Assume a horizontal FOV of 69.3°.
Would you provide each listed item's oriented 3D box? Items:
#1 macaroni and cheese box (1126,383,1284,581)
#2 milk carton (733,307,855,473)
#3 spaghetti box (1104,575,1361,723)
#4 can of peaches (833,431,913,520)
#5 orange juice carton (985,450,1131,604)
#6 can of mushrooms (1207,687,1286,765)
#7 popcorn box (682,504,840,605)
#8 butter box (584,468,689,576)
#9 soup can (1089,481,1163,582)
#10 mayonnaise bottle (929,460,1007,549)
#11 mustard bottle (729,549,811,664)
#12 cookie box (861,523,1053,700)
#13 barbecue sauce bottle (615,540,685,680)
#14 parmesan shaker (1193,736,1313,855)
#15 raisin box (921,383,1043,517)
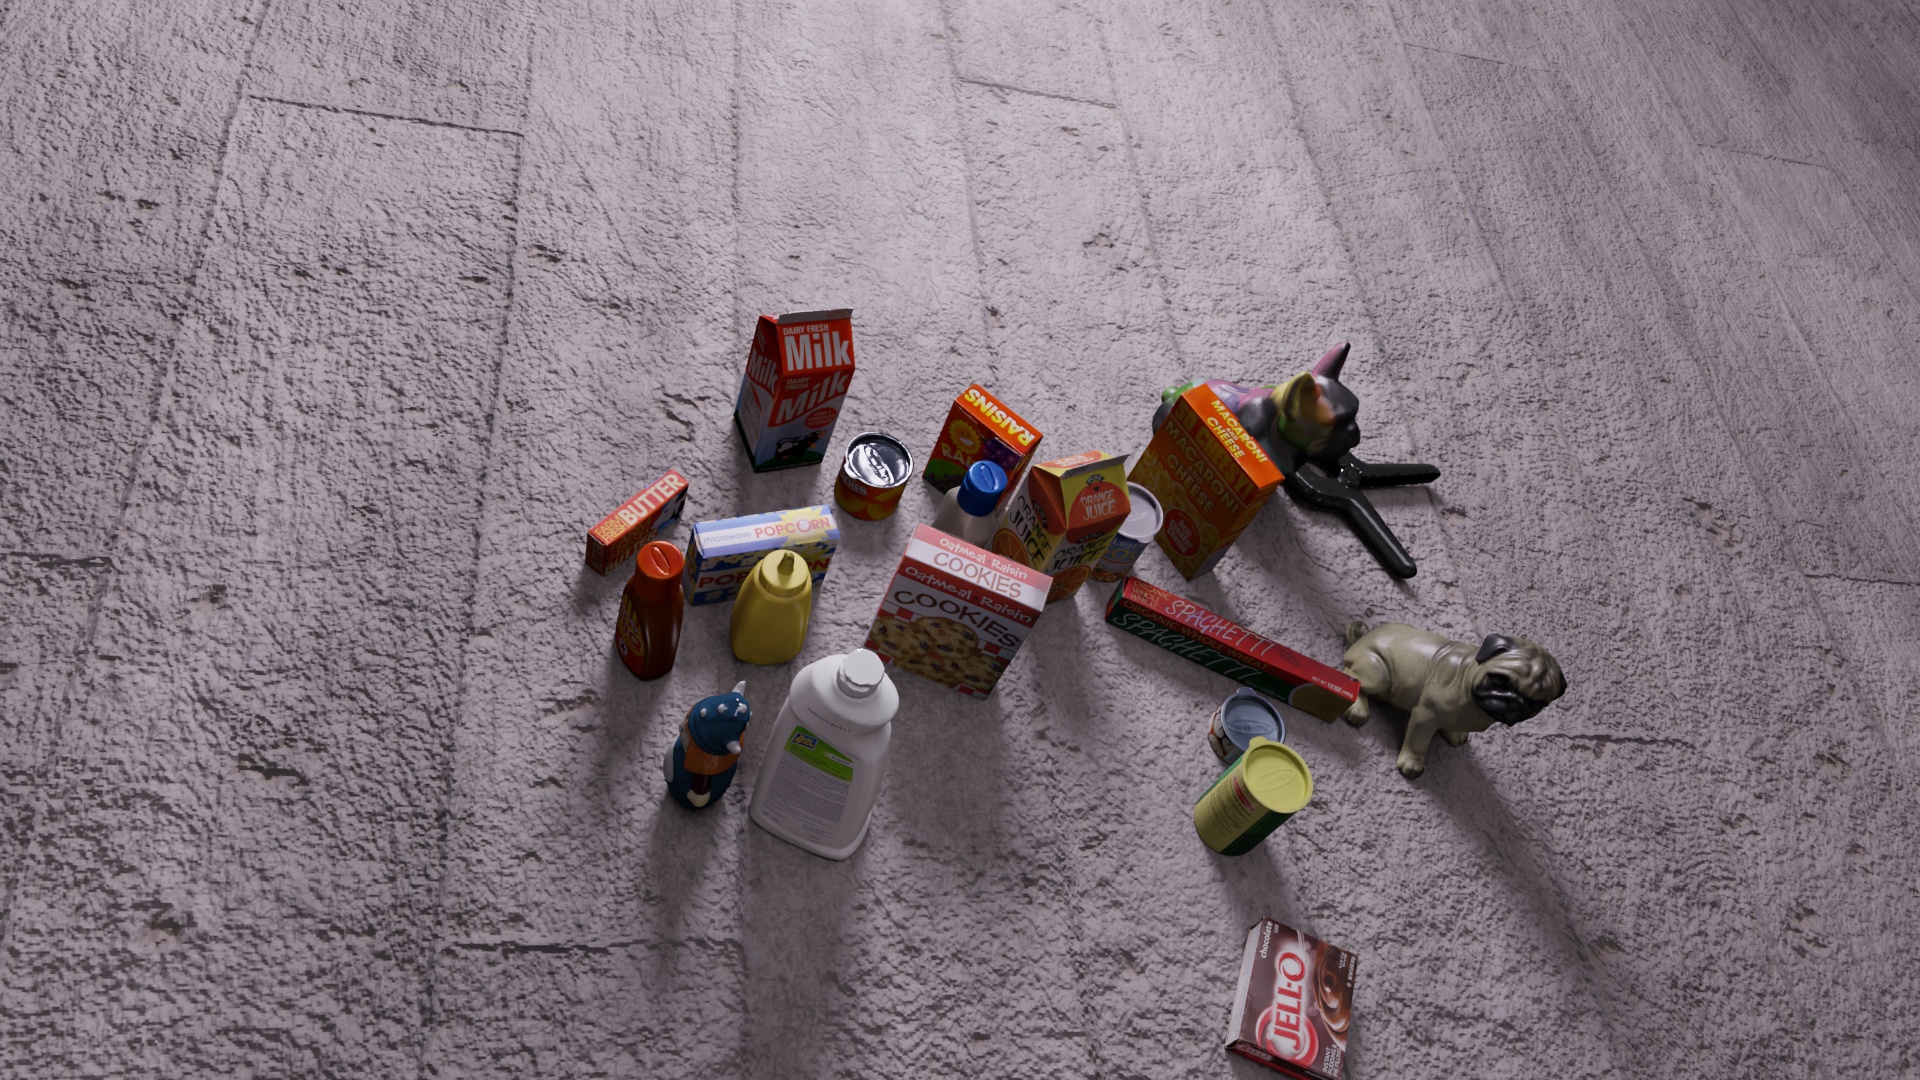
[{"bbox_3d":[0.233,-0.056,1.365,0.040,0.165,0.124,-23,67,-30],"label":"macaroni and cheese box"},{"bbox_3d":[-0.151,-0.149,1.281,0.072,0.189,0.074,-10,61,-25],"label":"milk carton"},{"bbox_3d":[0.260,0.105,1.337,0.250,0.050,0.029,24,53,-2],"label":"spaghetti box"},{"bbox_3d":[-0.085,-0.060,1.326,0.071,0.057,0.071,9,55,-13],"label":"can of peaches"},{"bbox_3d":[0.093,-0.017,1.274,0.072,0.191,0.073,-15,63,-27],"label":"orange juice carton"},{"bbox_3d":[0.267,0.176,1.301,0.071,0.033,0.071,9,54,-13],"label":"can of mushrooms"},{"bbox_3d":[-0.177,0.013,1.227,0.127,0.084,0.038,-9,61,-24],"label":"popcorn box"},{"bbox_3d":[-0.286,-0.016,1.229,0.024,0.052,0.104,40,54,9],"label":"butter box"},{"bbox_3d":[0.152,-0.005,1.354,0.071,0.083,0.072,9,55,-13],"label":"soup can"},{"bbox_3d":[0.005,-0.016,1.270,0.041,0.147,0.065,-8,60,-23],"label":"mayonnaise bottle"},{"bbox_3d":[-0.154,0.049,1.163,0.065,0.159,0.049,5,56,-16],"label":"mustard bottle"},{"bbox_3d":[-0.006,0.064,1.199,0.123,0.166,0.040,22,53,-4],"label":"cookie box"},{"bbox_3d":[-0.251,0.054,1.133,0.044,0.147,0.065,-20,65,-29],"label":"barbecue sauce bottle"},{"bbox_3d":[0.254,0.225,1.219,0.071,0.102,0.071,9,55,-13],"label":"parmesan shaker"},{"bbox_3d":[0.019,-0.081,1.336,0.086,0.122,0.040,39,54,9],"label":"raisin box"}]
